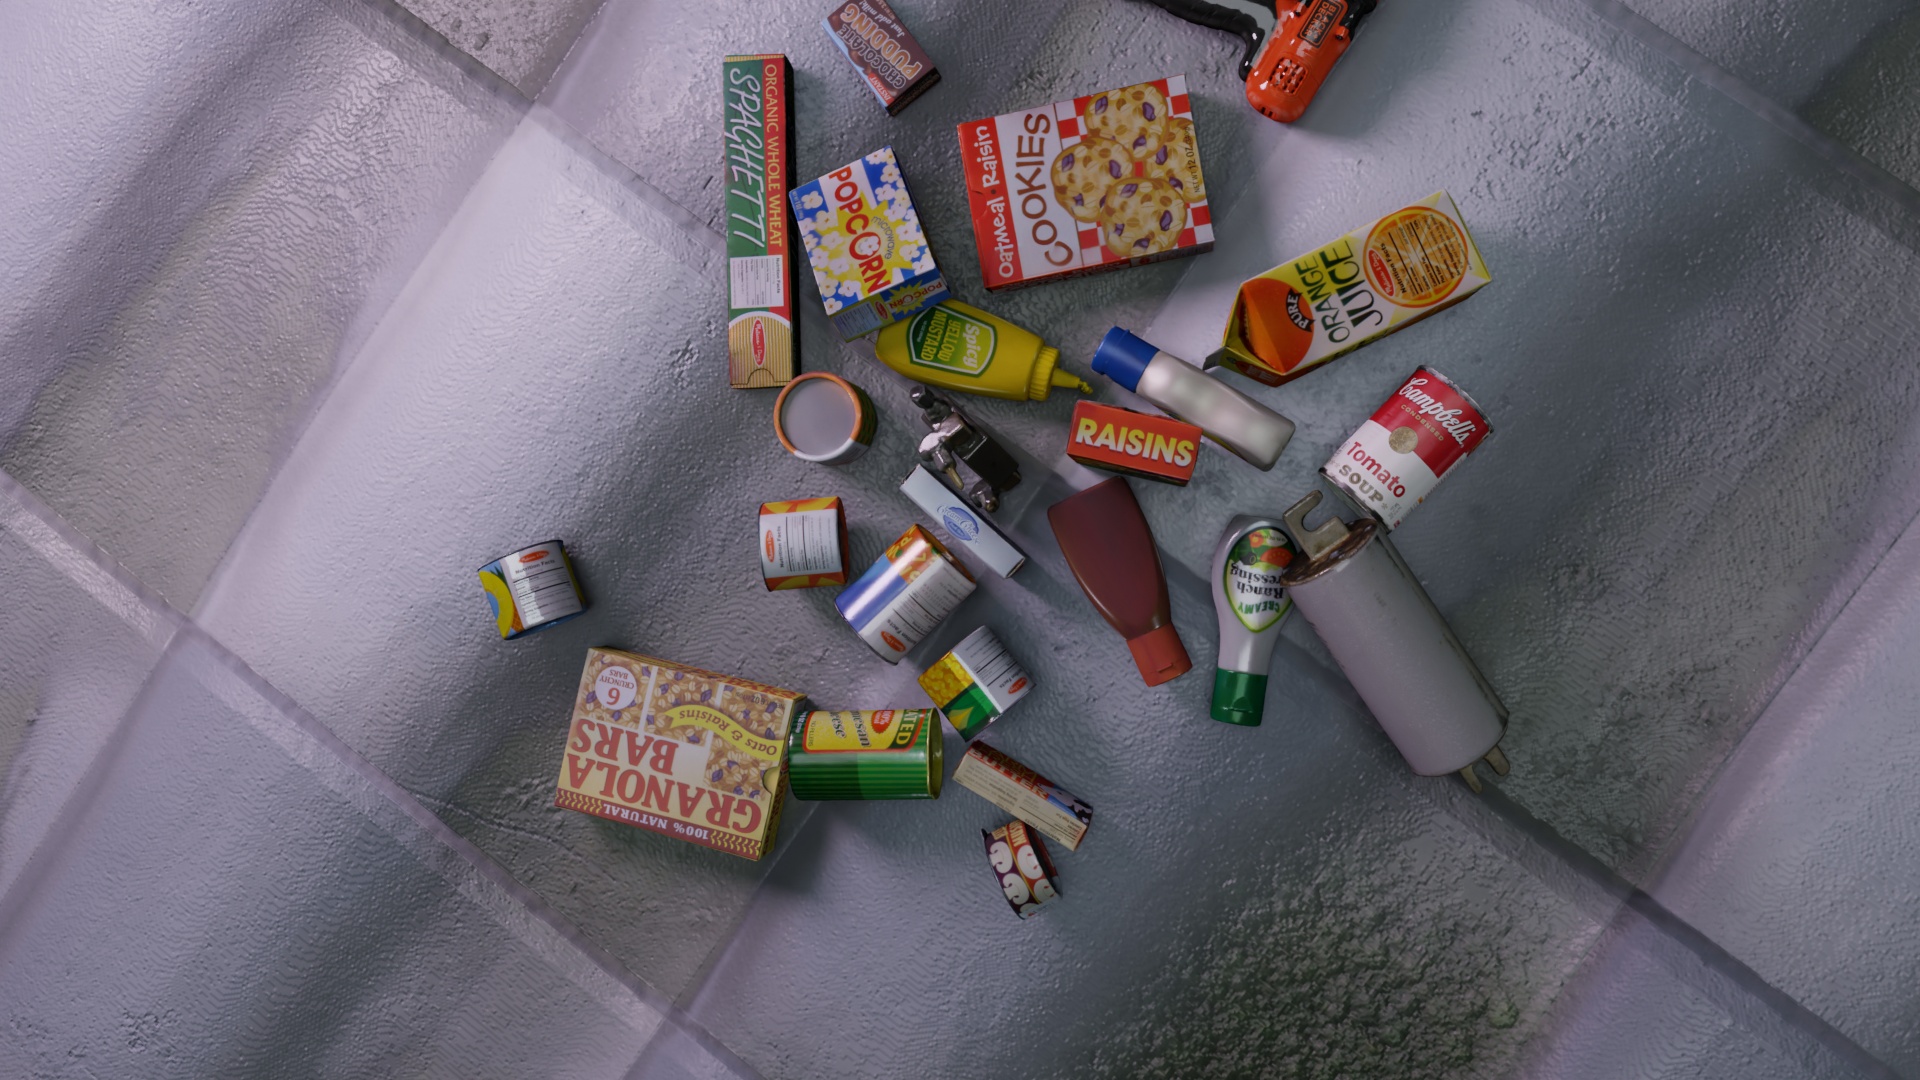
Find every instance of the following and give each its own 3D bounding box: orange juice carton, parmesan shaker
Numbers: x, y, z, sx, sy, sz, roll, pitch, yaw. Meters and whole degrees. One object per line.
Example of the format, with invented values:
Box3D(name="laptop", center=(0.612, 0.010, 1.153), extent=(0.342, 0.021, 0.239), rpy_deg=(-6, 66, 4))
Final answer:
Box3D(name="orange juice carton", center=(0.258, -0.165, 0.969), extent=(0.192, 0.072, 0.073), rpy_deg=(-25, 87, 7))
Box3D(name="parmesan shaker", center=(-0.068, 0.157, 1.010), extent=(0.103, 0.071, 0.071), rpy_deg=(-2, 90, 8))

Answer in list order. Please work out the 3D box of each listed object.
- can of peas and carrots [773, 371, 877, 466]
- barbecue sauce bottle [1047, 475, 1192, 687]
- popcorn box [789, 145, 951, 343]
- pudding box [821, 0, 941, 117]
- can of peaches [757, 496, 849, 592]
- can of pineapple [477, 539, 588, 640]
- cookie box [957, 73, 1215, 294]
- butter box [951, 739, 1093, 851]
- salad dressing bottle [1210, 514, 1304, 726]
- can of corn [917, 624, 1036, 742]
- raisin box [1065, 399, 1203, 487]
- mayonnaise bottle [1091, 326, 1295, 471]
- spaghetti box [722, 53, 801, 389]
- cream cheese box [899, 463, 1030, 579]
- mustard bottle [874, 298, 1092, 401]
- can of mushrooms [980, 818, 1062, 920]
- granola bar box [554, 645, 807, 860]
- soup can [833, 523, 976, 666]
Box3D(name="can of peas and carrots", center=(-0.100, -0.091, 1.022), extent=(0.071, 0.059, 0.071), rpy_deg=(0, 90, 7))
Box3D(name="barbecue sauce bottle", center=(0.120, 0.031, 1.000), extent=(0.065, 0.044, 0.148), rpy_deg=(-25, 87, 7))
Box3D(name="popcorn box", center=(-0.067, -0.216, 1.004), extent=(0.085, 0.038, 0.127), rpy_deg=(-23, 61, 6))
Box3D(name="pudding box", center=(-0.059, -0.364, 1.033), extent=(0.049, 0.030, 0.084), rpy_deg=(-37, 85, 7))
Box3D(name="can of peaches", center=(-0.114, 0.002, 1.020), extent=(0.058, 0.071, 0.071), rpy_deg=(-5, 89, 2))
Box3D(name="can of pineapple", center=(-0.323, 0.038, 1.049), extent=(0.071, 0.071, 0.058), rpy_deg=(-22, 87, 7))
Box3D(name="cookie box", center=(0.090, -0.256, 1.007), extent=(0.167, 0.040, 0.123), rpy_deg=(-10, 88, 7))
Box3D(name="butter box", center=(0.046, 0.183, 1.004), extent=(0.103, 0.053, 0.024), rpy_deg=(30, 97, 7))
Box3D(name="salad dressing bottle", center=(0.207, 0.057, 0.988), extent=(0.064, 0.044, 0.147), rpy_deg=(8, 91, 1))
Box3D(name="can of corn", center=(0.010, 0.104, 1.004), extent=(0.071, 0.071, 0.058), rpy_deg=(-40, 85, 6))
Box3D(name="raisin box", center=(0.121, -0.066, 0.960), extent=(0.086, 0.123, 0.040), rpy_deg=(14, 92, 8))
Box3D(name="mayonnaise bottle", center=(0.165, -0.102, 0.987), extent=(0.148, 0.065, 0.041), rpy_deg=(31, 97, 11))
Box3D(name="spaghetti box", center=(-0.149, -0.238, 1.044), extent=(0.050, 0.029, 0.250), rpy_deg=(-1, 89, 8))
Box3D(name="cream cheese box", center=(0.004, -0.013, 1.011), extent=(0.104, 0.053, 0.024), rpy_deg=(41, 93, 6))
Box3D(name="mustard bottle", center=(0.020, -0.135, 1.011), extent=(0.160, 0.049, 0.065), rpy_deg=(17, 90, 7))
Box3D(name="can of mushrooms", center=(0.044, 0.233, 0.997), extent=(0.033, 0.071, 0.071), rpy_deg=(-27, 86, 7))
Box3D(name="granola bar box", center=(-0.211, 0.158, 1.045), extent=(0.166, 0.039, 0.124), rpy_deg=(13, 92, 8))
Box3D(name="soup can", center=(-0.041, 0.037, 1.011), extent=(0.083, 0.071, 0.071), rpy_deg=(-44, 85, 5))
